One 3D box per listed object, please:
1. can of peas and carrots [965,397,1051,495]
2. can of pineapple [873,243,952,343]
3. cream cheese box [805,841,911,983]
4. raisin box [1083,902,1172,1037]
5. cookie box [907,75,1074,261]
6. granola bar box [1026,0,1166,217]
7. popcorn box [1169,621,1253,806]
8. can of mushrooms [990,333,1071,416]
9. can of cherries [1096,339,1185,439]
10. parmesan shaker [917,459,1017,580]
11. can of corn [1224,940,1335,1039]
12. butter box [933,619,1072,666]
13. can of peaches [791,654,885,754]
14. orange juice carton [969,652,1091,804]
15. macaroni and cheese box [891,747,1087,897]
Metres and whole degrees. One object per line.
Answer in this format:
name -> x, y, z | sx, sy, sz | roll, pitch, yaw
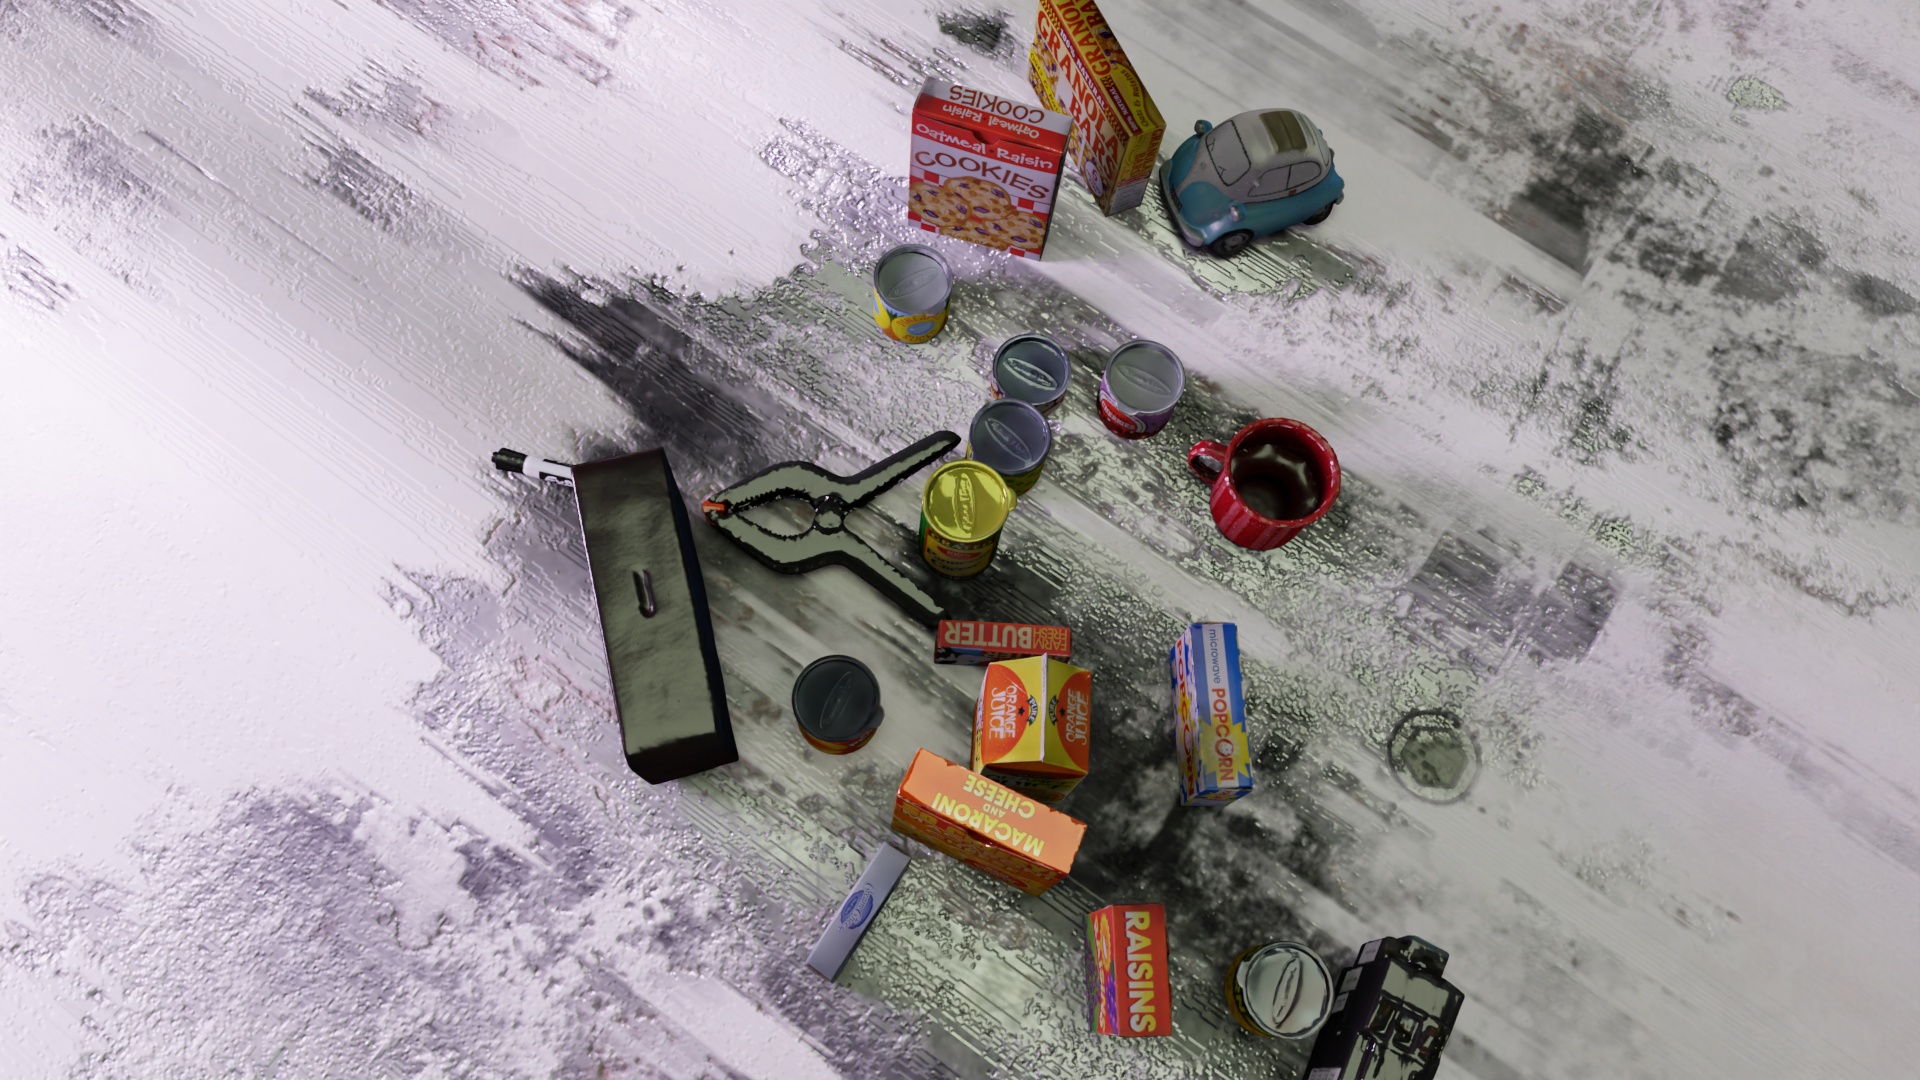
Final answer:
can of peas and carrots -> 0.036, -0.072, 1.128 | 0.071, 0.058, 0.071 | 1, 71, -3
can of pineapple -> -0.040, -0.205, 1.169 | 0.071, 0.057, 0.071 | 1, 71, -3
cream cheese box -> -0.073, 0.269, 1.004 | 0.024, 0.053, 0.104 | 32, 72, 7
raisin box -> 0.115, 0.301, 0.968 | 0.040, 0.123, 0.086 | 1, 71, -3
cookie box -> 0.021, -0.302, 1.149 | 0.123, 0.167, 0.040 | 16, 71, 2
granola bar box -> 0.114, -0.384, 1.207 | 0.039, 0.123, 0.166 | -23, 74, -11
popcorn box -> 0.188, 0.133, 1.052 | 0.038, 0.085, 0.127 | -1, 71, -4
can of mushrooms -> 0.057, -0.135, 1.164 | 0.071, 0.033, 0.071 | 1, 71, -3
can of cherries -> 0.147, -0.123, 1.153 | 0.071, 0.058, 0.071 | 1, 71, -3
parmesan shaker -> 0.004, -0.014, 1.081 | 0.071, 0.102, 0.071 | 1, 71, -3
can of corn -> 0.226, 0.323, 1.002 | 0.071, 0.058, 0.071 | 1, 71, -3
butter box -> 0.032, 0.082, 1.076 | 0.103, 0.053, 0.024 | 4, 71, -3
can of peaches -> -0.091, 0.126, 1.050 | 0.071, 0.058, 0.071 | 1, 71, -3
orange juice carton -> 0.049, 0.136, 0.985 | 0.073, 0.192, 0.072 | 5, 71, -2
macaroni and cheese box -> 0.015, 0.202, 0.973 | 0.124, 0.166, 0.040 | 24, 72, 5
